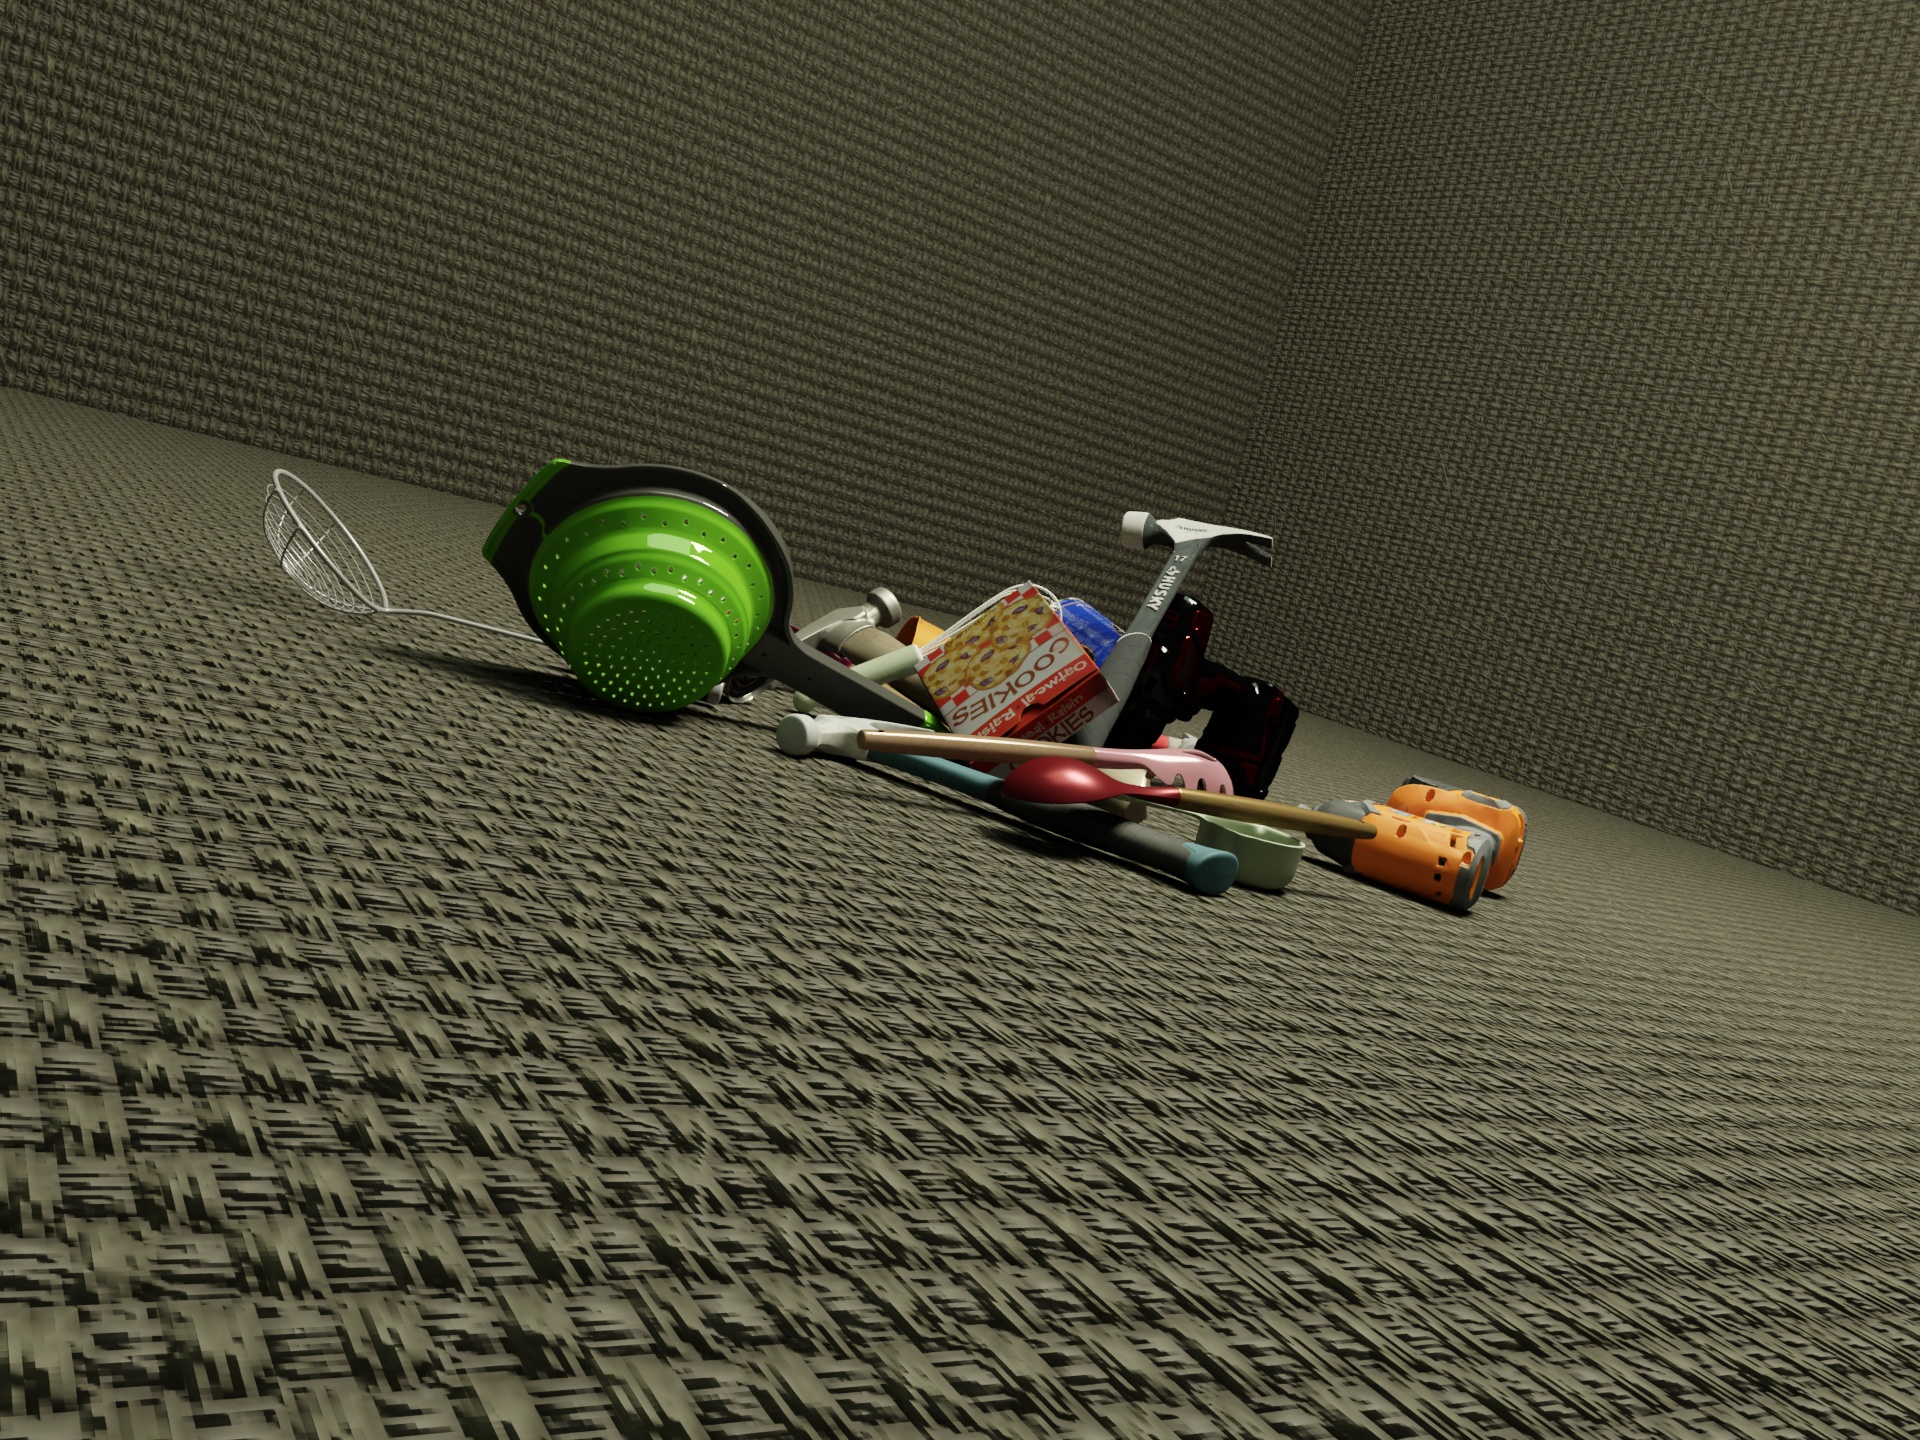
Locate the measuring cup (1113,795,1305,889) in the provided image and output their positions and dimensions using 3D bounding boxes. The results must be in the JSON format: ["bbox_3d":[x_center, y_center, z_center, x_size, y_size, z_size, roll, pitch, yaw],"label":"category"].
[{"bbox_3d":[0.164,0.084,1.155,0.168,0.038,0.083,15,6,20],"label":"measuring cup"}]

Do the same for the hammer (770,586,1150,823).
[{"bbox_3d":[-0.002,-0.004,1.359,0.146,0.038,0.411,-33,42,-26],"label":"hammer"}]

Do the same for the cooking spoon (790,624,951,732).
[{"bbox_3d":[-0.089,-0.037,1.495,0.068,0.017,0.319,32,1,-43],"label":"cooking spoon"}]

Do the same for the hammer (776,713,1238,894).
[{"bbox_3d":[0.036,0.055,1.117,0.331,0.033,0.128,19,8,27],"label":"hammer"}]

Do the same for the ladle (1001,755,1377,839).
[{"bbox_3d":[0.170,0.059,1.107,0.315,0.031,0.069,10,10,-28],"label":"ladle"}]

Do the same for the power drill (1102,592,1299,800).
[{"bbox_3d":[0.222,0.004,1.527,0.080,0.188,0.226,15,-14,43],"label":"power drill"}]

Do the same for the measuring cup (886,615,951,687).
[{"bbox_3d":[-0.040,-0.038,1.599,0.052,0.095,0.174,25,23,-18],"label":"measuring cup"}]

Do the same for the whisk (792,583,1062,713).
[{"bbox_3d":[-0.028,-0.056,1.372,0.246,0.059,0.058,-21,2,-4],"label":"whisk"}]

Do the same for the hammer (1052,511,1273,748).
[{"bbox_3d":[0.160,-0.074,1.375,0.149,0.036,0.409,9,36,20],"label":"hammer"}]

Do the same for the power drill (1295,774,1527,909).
[{"bbox_3d":[0.391,0.099,1.376,0.164,0.084,0.226,18,11,29],"label":"power drill"}]

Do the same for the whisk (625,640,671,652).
[{"bbox_3d":[-0.257,-0.063,1.390,0.055,0.055,0.239,16,11,5],"label":"whisk"}]

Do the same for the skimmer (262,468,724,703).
[{"bbox_3d":[-0.353,-0.099,1.226,0.363,0.090,0.127,15,5,-11],"label":"skimmer"}]

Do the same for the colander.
[{"bbox_3d":[-0.159,-0.039,1.174,0.396,0.204,0.095,29,33,-30],"label":"colander"}]

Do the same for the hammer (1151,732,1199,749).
[{"bbox_3d":[0.084,-0.012,1.775,0.386,0.038,0.143,15,5,0],"label":"hammer"}]

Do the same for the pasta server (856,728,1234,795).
[{"bbox_3d":[0.069,0.032,1.130,0.316,0.040,0.060,5,10,-30],"label":"pasta server"}]
